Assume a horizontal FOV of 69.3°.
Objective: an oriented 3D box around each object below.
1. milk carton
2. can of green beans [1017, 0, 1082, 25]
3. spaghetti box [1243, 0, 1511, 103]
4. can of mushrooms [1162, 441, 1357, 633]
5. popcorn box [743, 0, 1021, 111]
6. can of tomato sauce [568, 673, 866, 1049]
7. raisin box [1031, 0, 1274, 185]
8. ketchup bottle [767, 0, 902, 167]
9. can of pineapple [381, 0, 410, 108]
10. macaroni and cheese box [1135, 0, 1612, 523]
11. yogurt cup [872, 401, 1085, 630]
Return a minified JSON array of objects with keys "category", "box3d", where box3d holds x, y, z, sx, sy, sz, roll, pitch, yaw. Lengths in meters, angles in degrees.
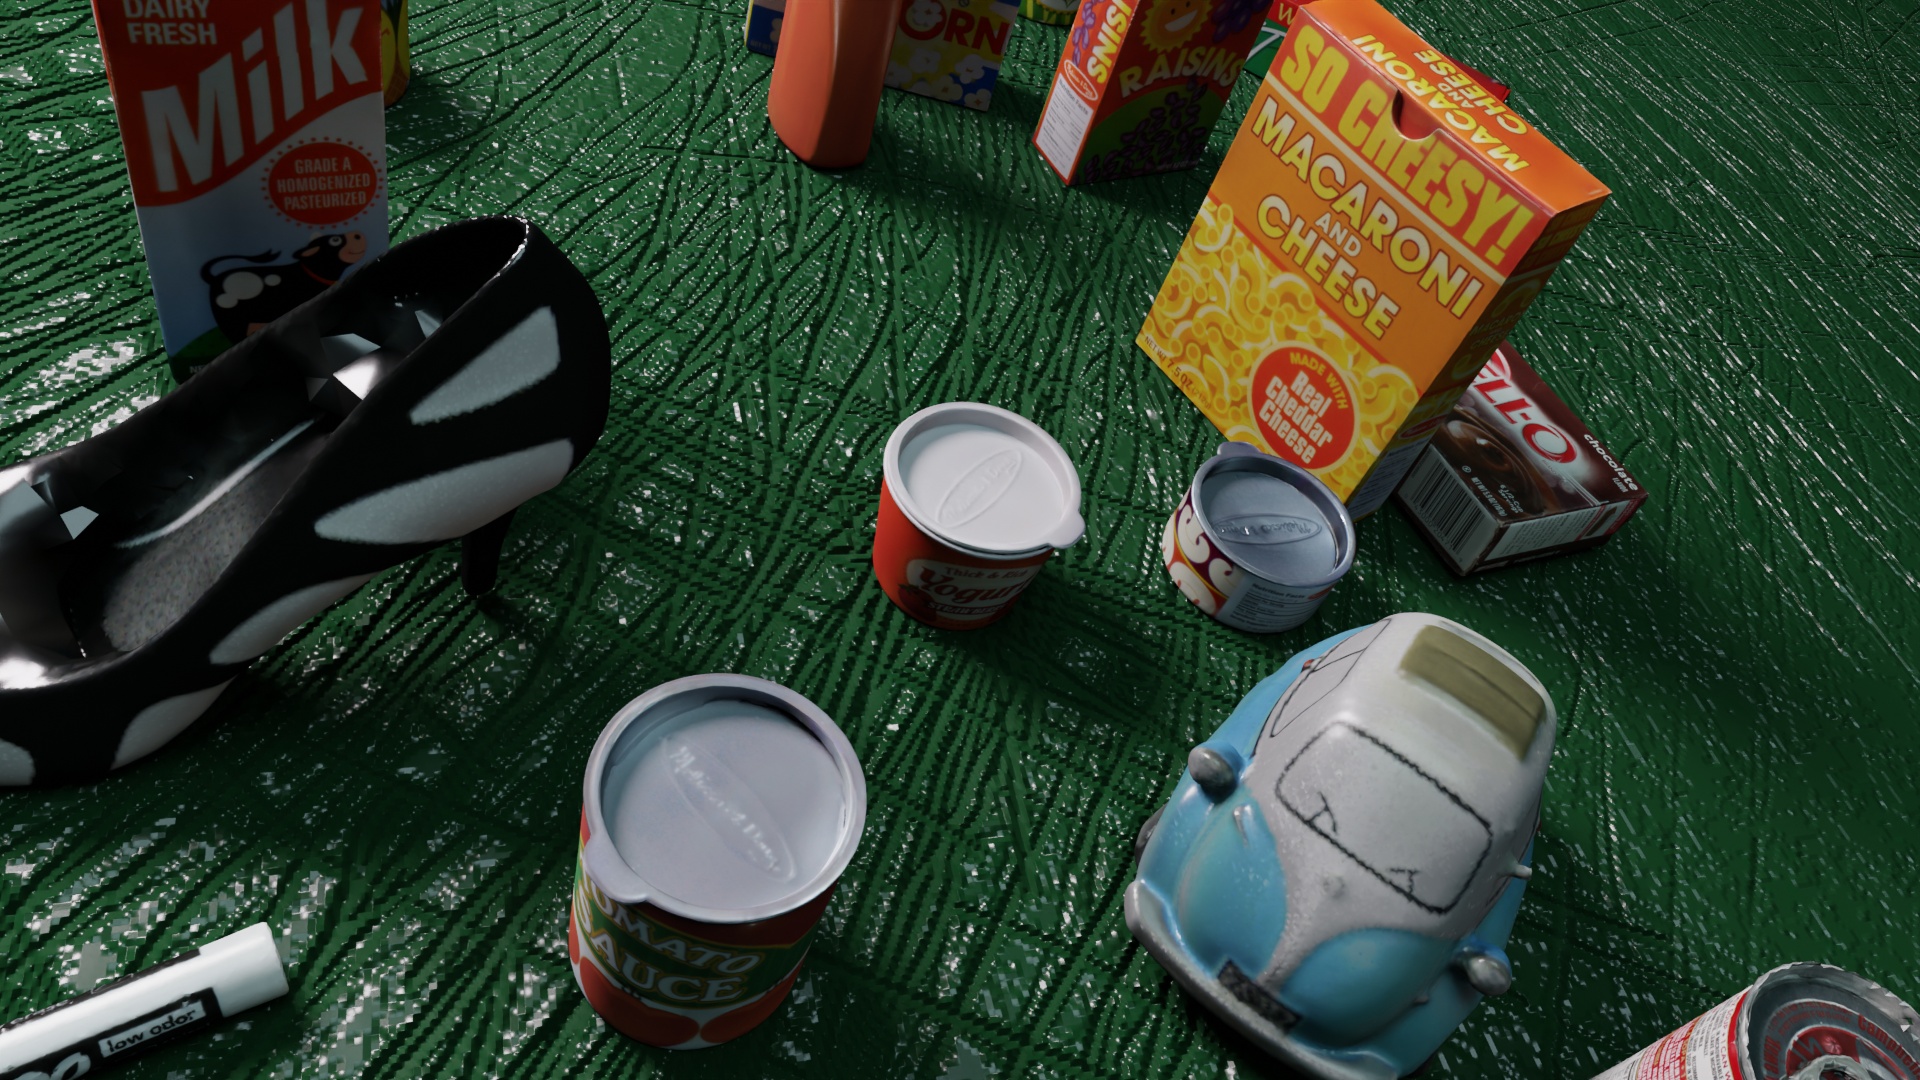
[{"category":"milk carton","box3d":[-0.221,-0.144,0.426,0.072,0.189,0.074,-12,56,-28]},{"category":"can of green beans","box3d":[0.051,-0.330,0.772,0.071,0.057,0.071,10,48,-11]},{"category":"spaghetti box","box3d":[0.184,-0.288,0.788,0.250,0.049,0.029,30,48,8]},{"category":"can of mushrooms","box3d":[0.112,-0.001,0.527,0.071,0.033,0.071,10,48,-11]},{"category":"popcorn box","box3d":[-0.035,-0.267,0.669,0.127,0.084,0.038,12,48,-10]},{"category":"can of tomato sauce","box3d":[-0.066,0.086,0.356,0.071,0.082,0.071,10,48,-11]},{"category":"raisin box","box3d":[0.094,-0.233,0.659,0.086,0.122,0.040,-15,57,-29]},{"category":"ketchup bottle","box3d":[-0.049,-0.237,0.596,0.044,0.148,0.065,-10,55,-26]},{"category":"can of pineapple","box3d":[-0.258,-0.213,0.563,0.071,0.057,0.071,10,48,-11]},{"category":"macaroni and cheese box","box3d":[0.146,-0.100,0.534,0.040,0.165,0.124,-22,61,-33]},{"category":"yogurt cup","box3d":[0.002,-0.006,0.479,0.072,0.053,0.073,10,48,-11]}]
